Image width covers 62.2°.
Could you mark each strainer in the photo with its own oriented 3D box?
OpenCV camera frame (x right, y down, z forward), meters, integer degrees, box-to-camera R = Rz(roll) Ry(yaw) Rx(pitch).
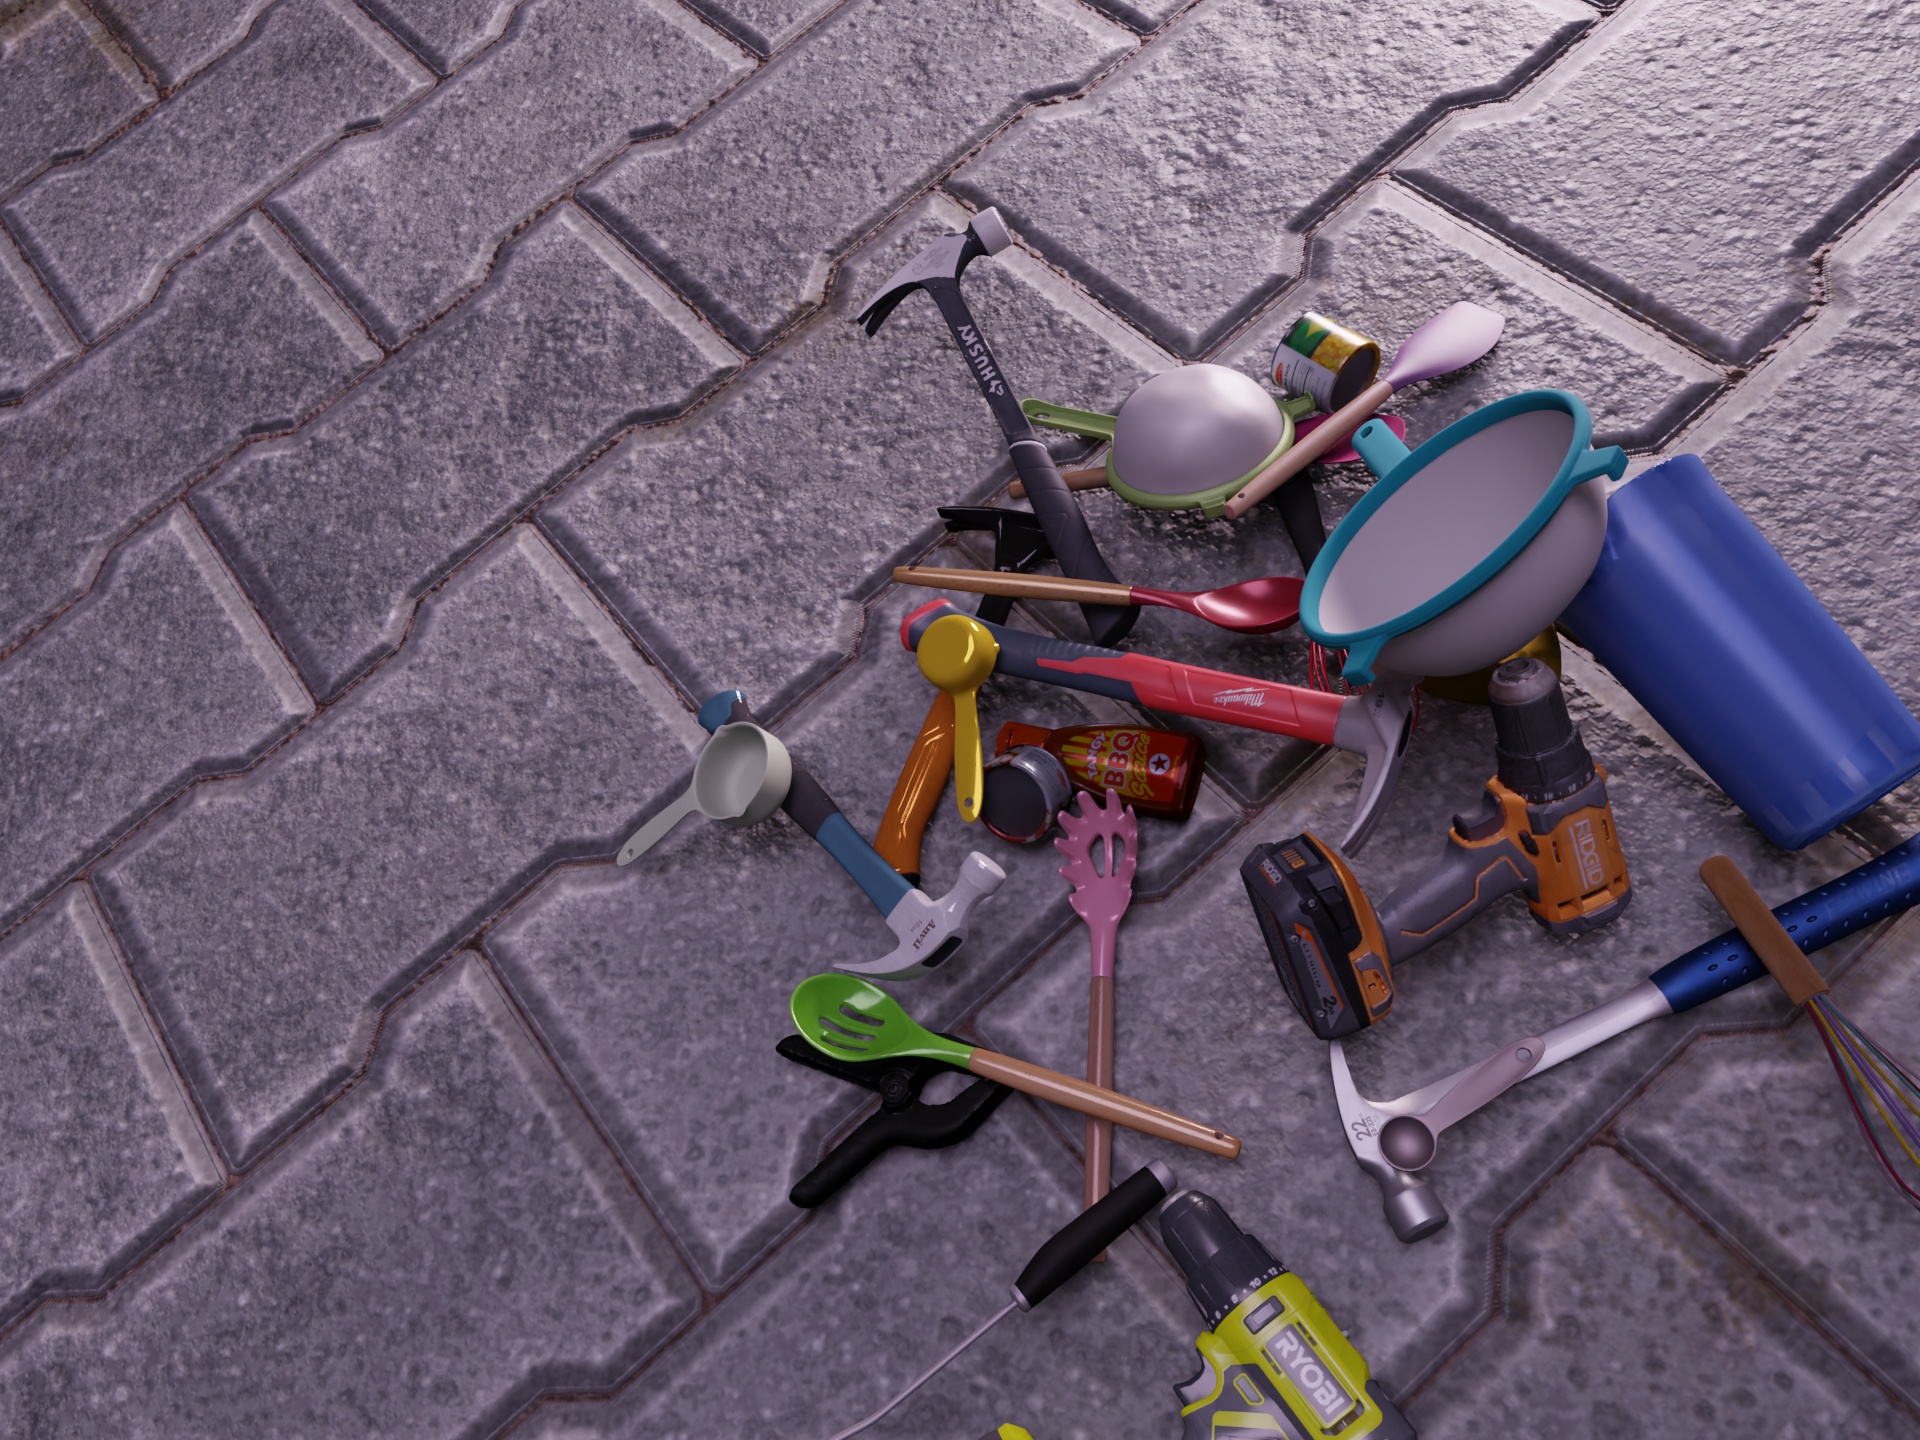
[{"bbox_3d":[0.139,-0.248,1.261,0.256,0.069,0.151,20,57,38],"label":"strainer"},{"bbox_3d":[0.323,-0.124,1.045,0.211,0.095,0.341,-42,16,18],"label":"strainer"}]

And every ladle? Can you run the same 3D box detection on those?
[{"bbox_3d":[0.100,-0.094,1.164,0.315,0.031,0.069,7,35,16],"label":"ladle"}]

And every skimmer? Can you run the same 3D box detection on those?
[{"bbox_3d":[0.006,0.411,0.955,0.363,0.127,0.090,-36,83,-14],"label":"skimmer"}]

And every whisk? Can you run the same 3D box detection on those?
[{"bbox_3d":[0.506,0.180,0.915,0.047,0.051,0.245,-13,53,-14],"label":"whisk"},{"bbox_3d":[0.271,-0.092,1.169,0.073,0.073,0.296,-15,52,9],"label":"whisk"}]

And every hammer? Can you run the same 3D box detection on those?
[{"bbox_3d":[-0.103,0.071,1.178,0.128,0.033,0.331,-54,49,6],"label":"hammer"},{"bbox_3d":[0.120,-0.015,1.124,0.386,0.038,0.143,13,78,29],"label":"hammer"},{"bbox_3d":[-0.010,-0.020,1.228,0.127,0.034,0.337,12,66,22],"label":"hammer"},{"bbox_3d":[0.041,-0.230,1.273,0.149,0.036,0.409,-29,64,11],"label":"hammer"},{"bbox_3d":[0.420,0.170,0.986,0.405,0.035,0.144,-26,58,2],"label":"hammer"}]

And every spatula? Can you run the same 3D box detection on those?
[{"bbox_3d":[0.311,-0.241,1.218,0.316,0.018,0.060,-38,53,-22],"label":"spatula"}]

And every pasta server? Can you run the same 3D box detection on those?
[{"bbox_3d":[0.092,0.199,1.072,0.060,0.040,0.316,-7,62,21],"label":"pasta server"}]

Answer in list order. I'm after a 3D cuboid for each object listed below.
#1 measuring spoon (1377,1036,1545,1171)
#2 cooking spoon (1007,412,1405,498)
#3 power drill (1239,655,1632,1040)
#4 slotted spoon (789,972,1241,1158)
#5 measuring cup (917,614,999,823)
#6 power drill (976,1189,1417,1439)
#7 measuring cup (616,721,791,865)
[{"bbox_3d":[0.305,0.231,0.963,0.124,0.018,0.034,-33,58,-10],"label":"measuring spoon"},{"bbox_3d":[0.188,-0.204,1.259,0.319,0.017,0.069,-5,41,21],"label":"cooking spoon"},{"bbox_3d":[0.291,0.077,0.975,0.226,0.185,0.084,-24,25,-2],"label":"power drill"},{"bbox_3d":[0.031,0.232,1.044,0.314,0.031,0.070,14,39,19],"label":"slotted spoon"},{"bbox_3d":[-0.002,-0.004,1.142,0.062,0.029,0.157,-13,67,24],"label":"measuring cup"},{"bbox_3d":[0.121,0.407,0.928,0.228,0.080,0.191,-36,59,-7],"label":"power drill"},{"bbox_3d":[-0.193,0.067,1.202,0.167,0.038,0.083,-37,52,22],"label":"measuring cup"}]
